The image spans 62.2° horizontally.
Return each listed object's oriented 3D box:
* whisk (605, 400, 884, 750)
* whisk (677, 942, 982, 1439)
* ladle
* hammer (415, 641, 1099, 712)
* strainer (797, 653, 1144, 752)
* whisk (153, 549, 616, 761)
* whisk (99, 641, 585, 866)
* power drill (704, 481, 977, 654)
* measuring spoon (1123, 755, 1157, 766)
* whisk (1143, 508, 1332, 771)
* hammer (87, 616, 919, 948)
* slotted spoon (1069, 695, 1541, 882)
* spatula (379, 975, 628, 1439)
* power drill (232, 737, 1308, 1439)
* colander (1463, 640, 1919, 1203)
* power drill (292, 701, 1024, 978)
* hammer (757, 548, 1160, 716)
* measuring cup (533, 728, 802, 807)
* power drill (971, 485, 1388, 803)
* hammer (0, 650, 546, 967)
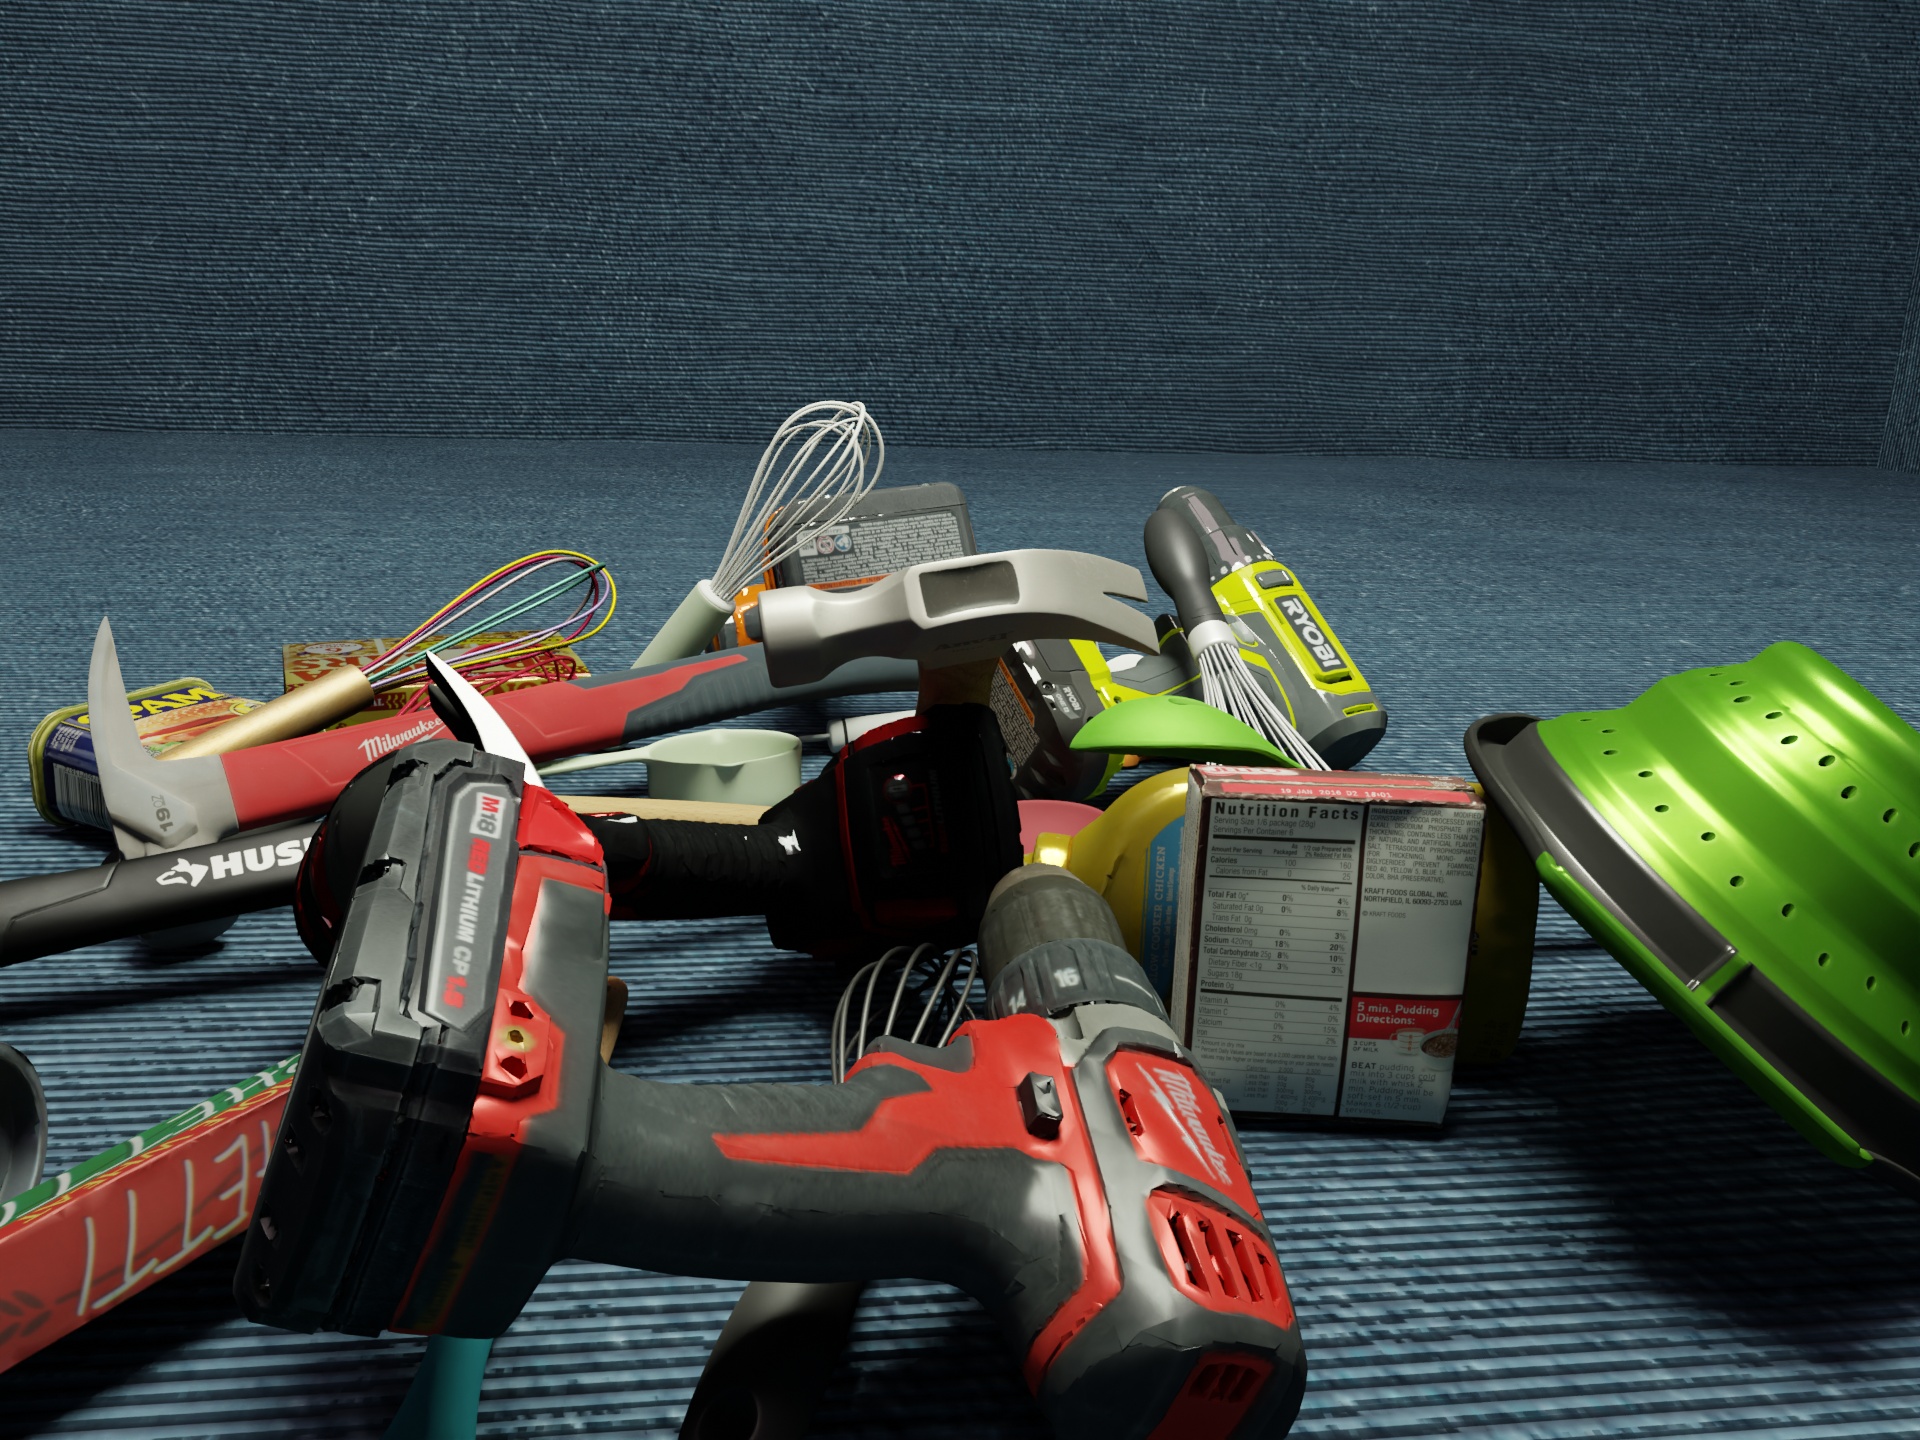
[{"bbox_3d":[-0.126,-0.073,0.851,0.057,0.246,0.059,32,22,-26],"label":"whisk"},{"bbox_3d":[-0.030,0.124,0.438,0.055,0.055,0.239,5,20,11],"label":"whisk"},{"bbox_3d":[-0.063,0.044,0.653,0.315,0.031,0.069,6,10,-37],"label":"ladle"},{"bbox_3d":[-0.095,-0.018,0.852,0.408,0.036,0.149,-10,-2,-43],"label":"hammer"},{"bbox_3d":[0.034,-0.006,0.916,0.258,0.050,0.087,-7,1,-9],"label":"strainer"},{"bbox_3d":[-0.258,-0.023,0.741,0.051,0.047,0.245,-4,23,46],"label":"whisk"},{"bbox_3d":[-0.277,0.022,0.758,0.073,0.073,0.296,9,22,25],"label":"whisk"},{"bbox_3d":[-0.063,-0.079,0.987,0.164,0.084,0.226,-10,-5,-20],"label":"power drill"},{"bbox_3d":[0.123,0.011,0.934,0.021,0.011,0.117,15,20,39],"label":"measuring spoon"},{"bbox_3d":[0.129,-0.014,0.750,0.070,0.070,0.285,-1,43,-10],"label":"whisk"},{"bbox_3d":[-0.172,-0.015,0.715,0.386,0.038,0.143,-14,61,-27],"label":"hammer"},{"bbox_3d":[0.189,0.041,0.636,0.313,0.031,0.070,18,-8,-17],"label":"slotted spoon"},{"bbox_3d":[-0.119,0.127,0.419,0.082,0.044,0.318,2,14,-3],"label":"spatula"},{"bbox_3d":[-0.036,0.080,0.388,0.226,0.080,0.188,18,27,-19],"label":"power drill"},{"bbox_3d":[0.303,0.041,0.564,0.205,0.094,0.397,47,21,19],"label":"colander"},{"bbox_3d":[-0.095,0.043,0.523,0.219,0.079,0.143,0,-18,-30],"label":"power drill"},{"bbox_3d":[-0.001,-0.002,0.641,0.130,0.031,0.331,-10,-13,-4],"label":"hammer"},{"bbox_3d":[-0.159,0.035,0.768,0.167,0.038,0.083,-6,13,-12],"label":"measuring cup"},{"bbox_3d":[0.101,-0.044,0.861,0.228,0.080,0.191,-10,59,-32],"label":"power drill"},{"bbox_3d":[-0.312,0.062,0.560,0.334,0.035,0.146,-11,56,-22],"label":"hammer"}]
